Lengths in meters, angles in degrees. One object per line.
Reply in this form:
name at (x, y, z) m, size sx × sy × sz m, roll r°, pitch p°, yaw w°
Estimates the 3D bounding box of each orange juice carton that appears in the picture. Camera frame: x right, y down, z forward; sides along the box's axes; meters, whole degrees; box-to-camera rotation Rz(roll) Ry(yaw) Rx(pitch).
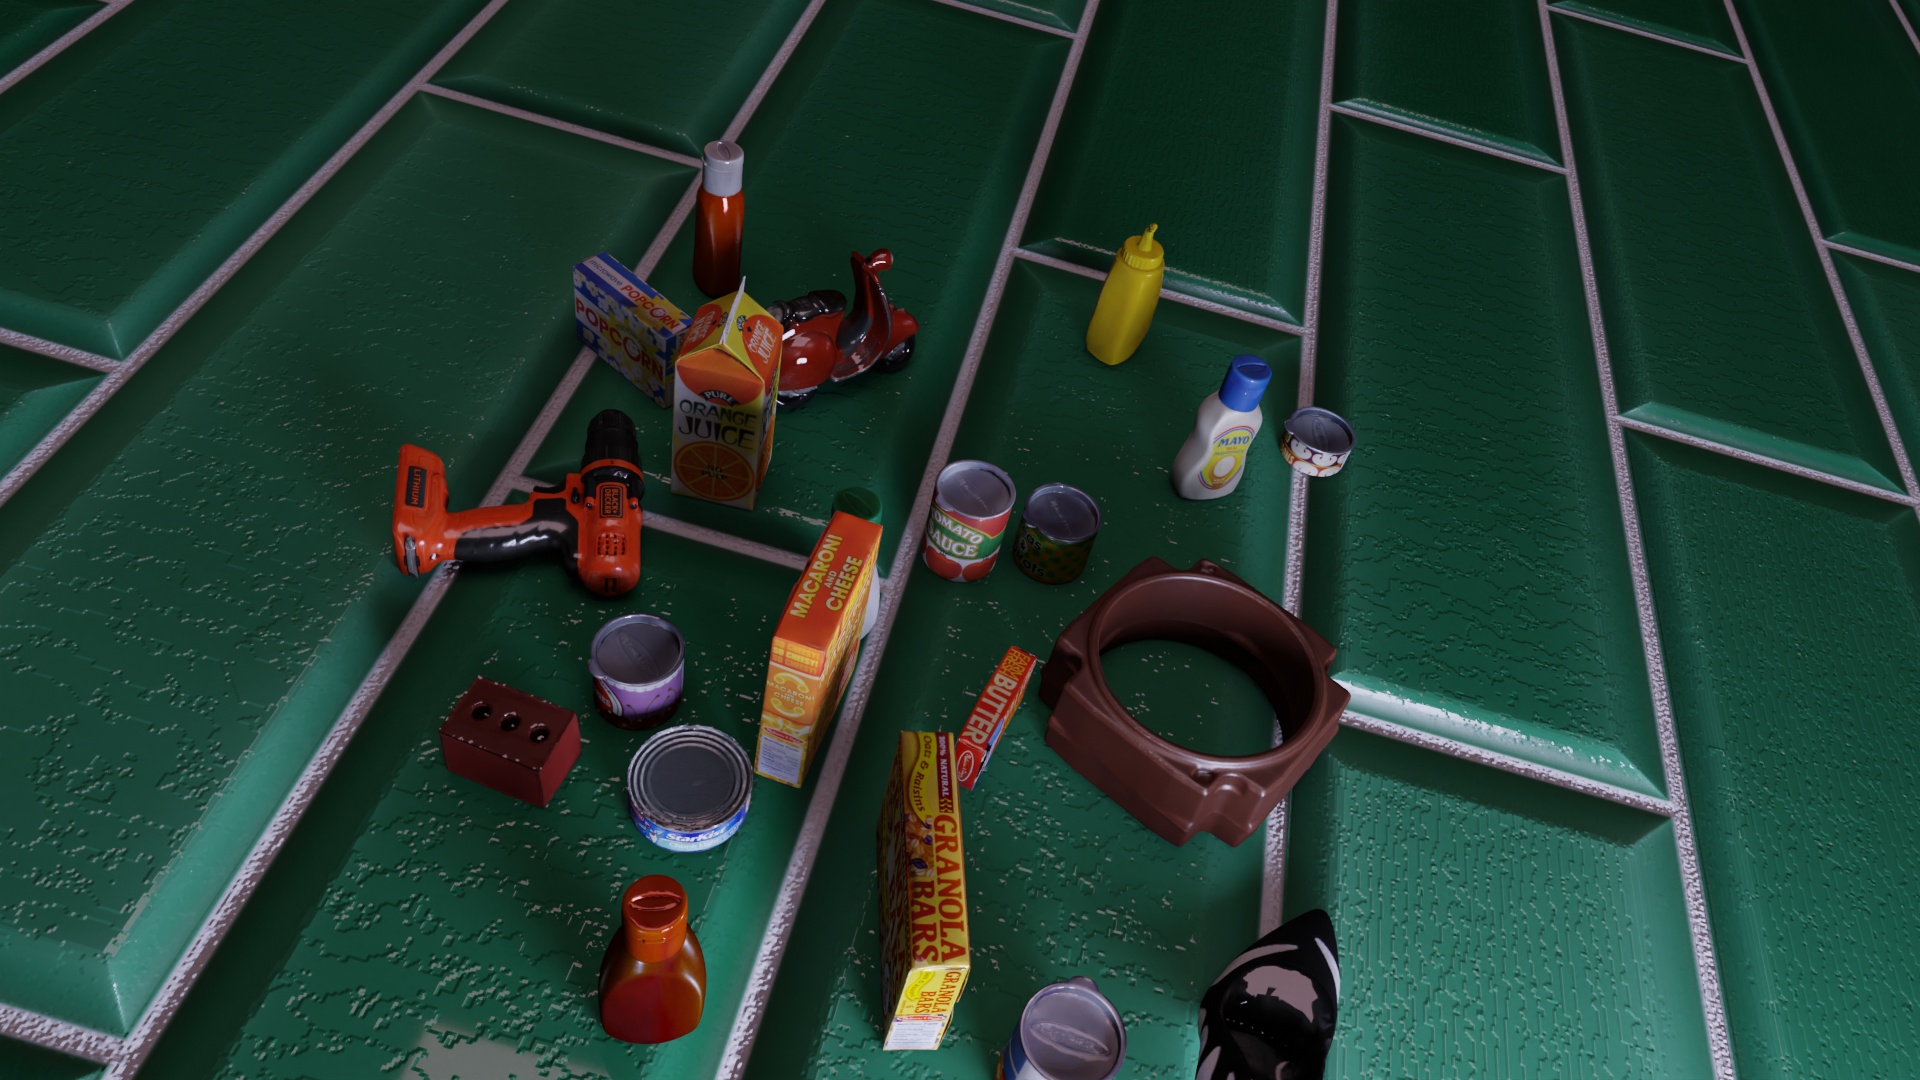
orange juice carton at (-0.189, -0.119, 1.127) m, size 0.073 × 0.191 × 0.072 m, roll 13°, pitch 47°, yaw -2°

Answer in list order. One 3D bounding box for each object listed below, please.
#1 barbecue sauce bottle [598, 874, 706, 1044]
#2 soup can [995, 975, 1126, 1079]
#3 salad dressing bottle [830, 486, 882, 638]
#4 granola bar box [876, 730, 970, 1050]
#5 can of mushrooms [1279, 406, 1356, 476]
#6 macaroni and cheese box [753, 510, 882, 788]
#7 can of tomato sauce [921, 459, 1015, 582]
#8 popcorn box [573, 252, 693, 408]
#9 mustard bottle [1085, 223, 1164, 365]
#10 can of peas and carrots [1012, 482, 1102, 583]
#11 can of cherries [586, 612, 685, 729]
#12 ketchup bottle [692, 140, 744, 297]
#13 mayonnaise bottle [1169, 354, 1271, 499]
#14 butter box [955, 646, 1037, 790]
barbecue sauce bottle at (-0.182, 0.250, 0.825) m, size 0.065 × 0.147 × 0.044 m, roll 1°, pitch 49°, yaw -12°
soup can at (0.062, 0.321, 0.863) m, size 0.071 × 0.083 × 0.072 m, roll 7°, pitch 47°, yaw -7°
salad dressing bottle at (-0.087, 0.021, 1.055) m, size 0.044 × 0.146 × 0.064 m, roll -32°, pitch 62°, yaw -34°
granola bar box at (-0.026, 0.226, 0.900) m, size 0.039 × 0.123 × 0.166 m, roll 4°, pitch 48°, yaw -10°
can of mushrooms at (0.342, -0.096, 1.340) m, size 0.071 × 0.033 × 0.071 m, roll 7°, pitch 47°, yaw -7°
macaroni and cheese box at (-0.102, 0.079, 0.986) m, size 0.040 × 0.165 × 0.124 m, roll 19°, pitch 47°, yaw 4°
can of tomato sauce at (0.004, -0.014, 1.153) m, size 0.071 × 0.082 × 0.071 m, roll 7°, pitch 47°, yaw -7°
popcorn box at (-0.290, -0.188, 1.238) m, size 0.127 × 0.084 × 0.038 m, roll 38°, pitch 51°, yaw 20°
mustard bottle at (0.166, -0.245, 1.348) m, size 0.049 × 0.159 × 0.065 m, roll 36°, pitch 51°, yaw 19°
can of peas and carrots at (0.079, -0.005, 1.178) m, size 0.071 × 0.058 × 0.071 m, roll 7°, pitch 47°, yaw -7°
can of cherries at (-0.237, 0.096, 1.012) m, size 0.071 × 0.058 × 0.072 m, roll 7°, pitch 47°, yaw -7°
ketchup bottle at (-0.229, -0.306, 1.316) m, size 0.044 × 0.148 × 0.065 m, roll -11°, pitch 52°, yaw -22°
mayonnaise bottle at (0.236, -0.100, 1.241) m, size 0.065 × 0.147 × 0.041 m, roll -7°, pitch 51°, yaw -19°
butter box at (0.024, 0.132, 1.045) m, size 0.024 × 0.052 × 0.104 m, roll 25°, pitch 48°, yaw 9°
